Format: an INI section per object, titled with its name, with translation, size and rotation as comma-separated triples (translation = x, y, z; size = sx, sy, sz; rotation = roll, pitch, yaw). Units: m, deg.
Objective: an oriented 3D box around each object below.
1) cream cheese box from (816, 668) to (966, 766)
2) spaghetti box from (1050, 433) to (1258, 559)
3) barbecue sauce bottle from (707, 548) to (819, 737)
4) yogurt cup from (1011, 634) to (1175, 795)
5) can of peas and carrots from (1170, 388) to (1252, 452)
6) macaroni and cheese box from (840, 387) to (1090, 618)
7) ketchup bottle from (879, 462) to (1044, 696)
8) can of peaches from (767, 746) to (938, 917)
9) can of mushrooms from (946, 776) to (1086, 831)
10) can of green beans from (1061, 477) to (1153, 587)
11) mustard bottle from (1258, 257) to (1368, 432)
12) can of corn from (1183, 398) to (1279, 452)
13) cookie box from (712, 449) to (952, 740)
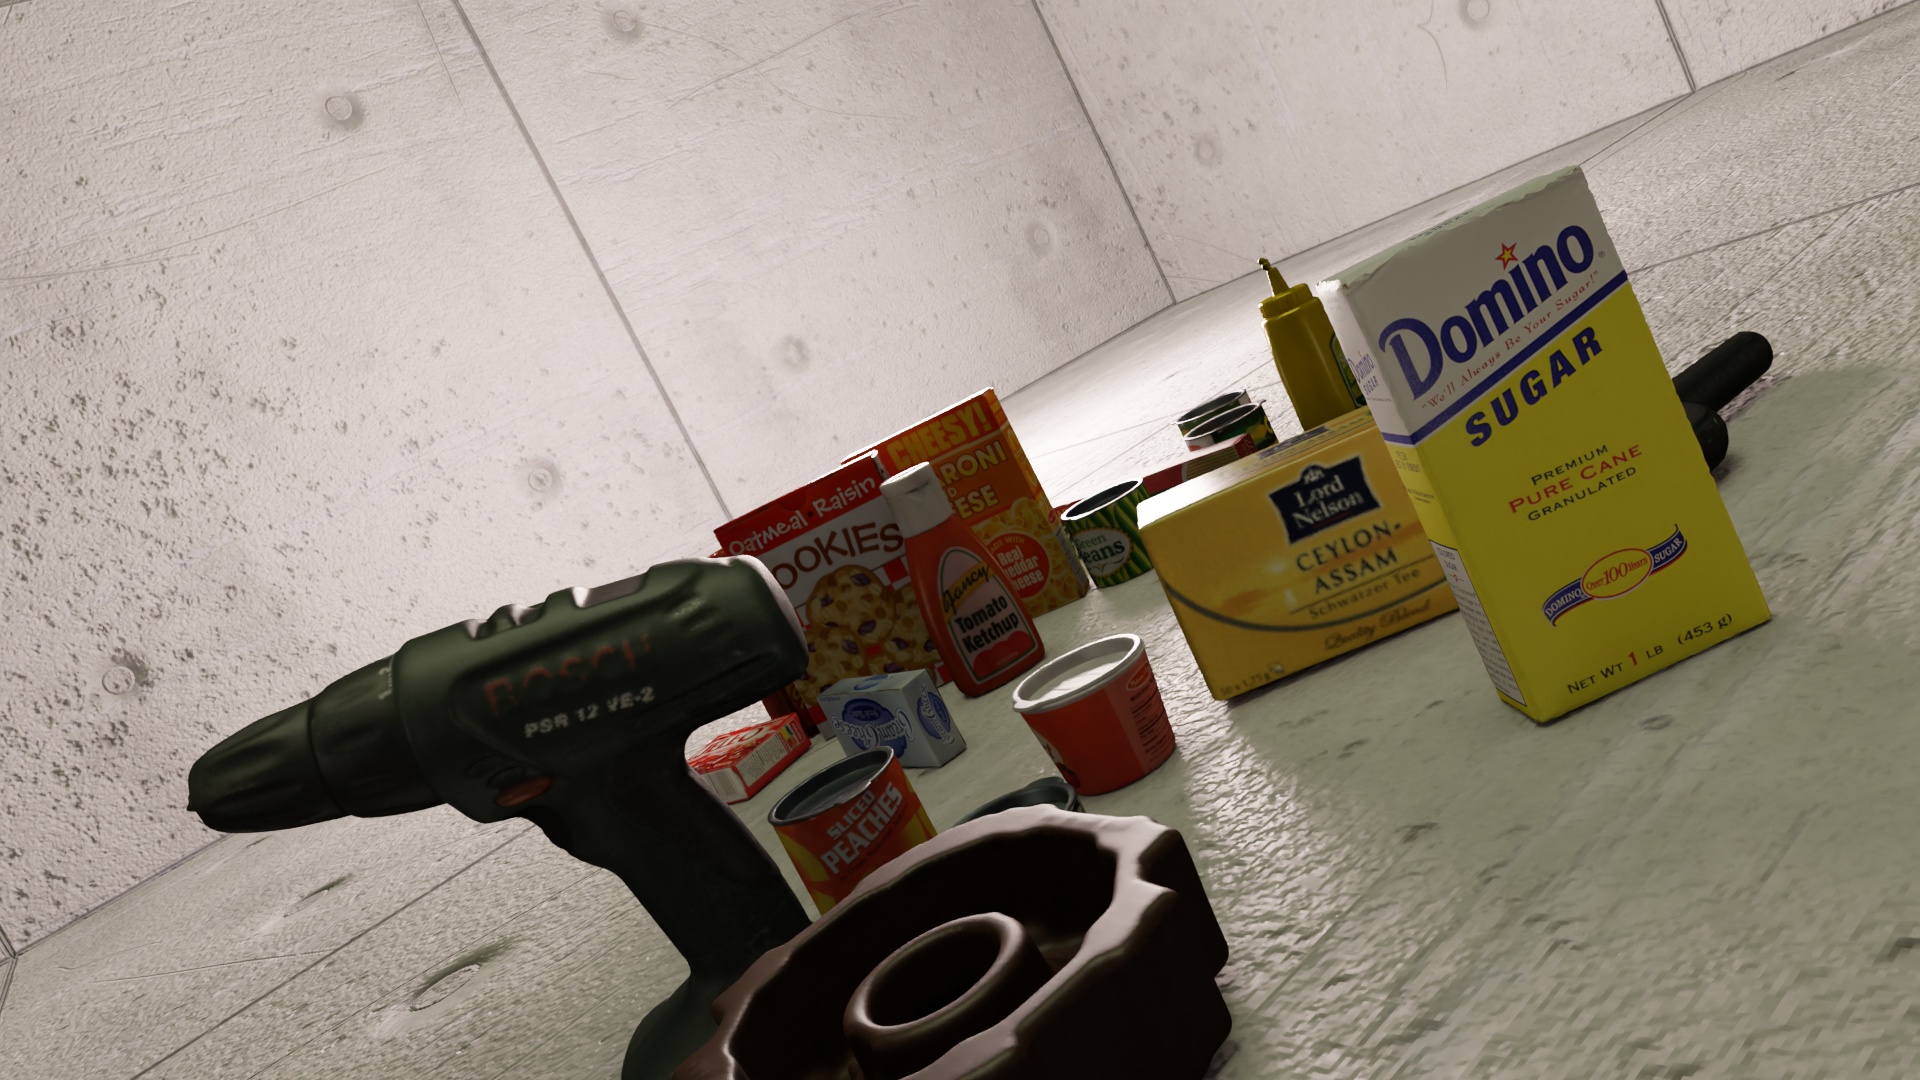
[cream cheese box]
translation = -0.042, 0.108, 0.829
size = 0.024, 0.053, 0.103
rotation = -32, 10, -34
[spaghetti box]
translation = 0.131, -0.024, 1.109
size = 0.249, 0.050, 0.029
rotation = -19, 11, 41
[barbecue sauce bottle]
translation = -0.135, 0.070, 1.016
size = 0.043, 0.148, 0.065
rotation = -19, 11, 44
[yogurt cup]
translation = 0.065, 0.083, 0.651
size = 0.072, 0.054, 0.072
rotation = -26, 8, 4
[can of peas and carrots]
translation = 0.224, -0.089, 1.191
size = 0.071, 0.058, 0.071
rotation = -26, 8, 4
[macaroni and cheese box]
translation = 0.004, -0.013, 1.033
size = 0.123, 0.166, 0.040
rotation = -24, 8, 16
[ketchup bottle]
translation = -0.004, 0.023, 0.899
size = 0.065, 0.148, 0.043
rotation = -29, 8, -16
[can of peaches]
translation = -0.047, 0.138, 0.644
size = 0.071, 0.058, 0.071
rotation = -26, 8, 4
[can of mushrooms]
translation = 0.025, 0.128, 0.567
size = 0.071, 0.033, 0.071
rotation = -26, 8, 4
[can of green beans]
translation = 0.116, -0.006, 1.019
size = 0.071, 0.057, 0.071
rotation = -26, 8, 4
[mustard bottle]
translation = 0.262, -0.141, 1.042
size = 0.048, 0.160, 0.065
rotation = -22, 9, 29
[can of corn]
translation = 0.220, -0.070, 1.090
size = 0.071, 0.058, 0.071
rotation = -26, 8, 4
[cookie box]
translation = -0.077, 0.038, 0.969
size = 0.123, 0.167, 0.040
rotation = -26, 8, 6
